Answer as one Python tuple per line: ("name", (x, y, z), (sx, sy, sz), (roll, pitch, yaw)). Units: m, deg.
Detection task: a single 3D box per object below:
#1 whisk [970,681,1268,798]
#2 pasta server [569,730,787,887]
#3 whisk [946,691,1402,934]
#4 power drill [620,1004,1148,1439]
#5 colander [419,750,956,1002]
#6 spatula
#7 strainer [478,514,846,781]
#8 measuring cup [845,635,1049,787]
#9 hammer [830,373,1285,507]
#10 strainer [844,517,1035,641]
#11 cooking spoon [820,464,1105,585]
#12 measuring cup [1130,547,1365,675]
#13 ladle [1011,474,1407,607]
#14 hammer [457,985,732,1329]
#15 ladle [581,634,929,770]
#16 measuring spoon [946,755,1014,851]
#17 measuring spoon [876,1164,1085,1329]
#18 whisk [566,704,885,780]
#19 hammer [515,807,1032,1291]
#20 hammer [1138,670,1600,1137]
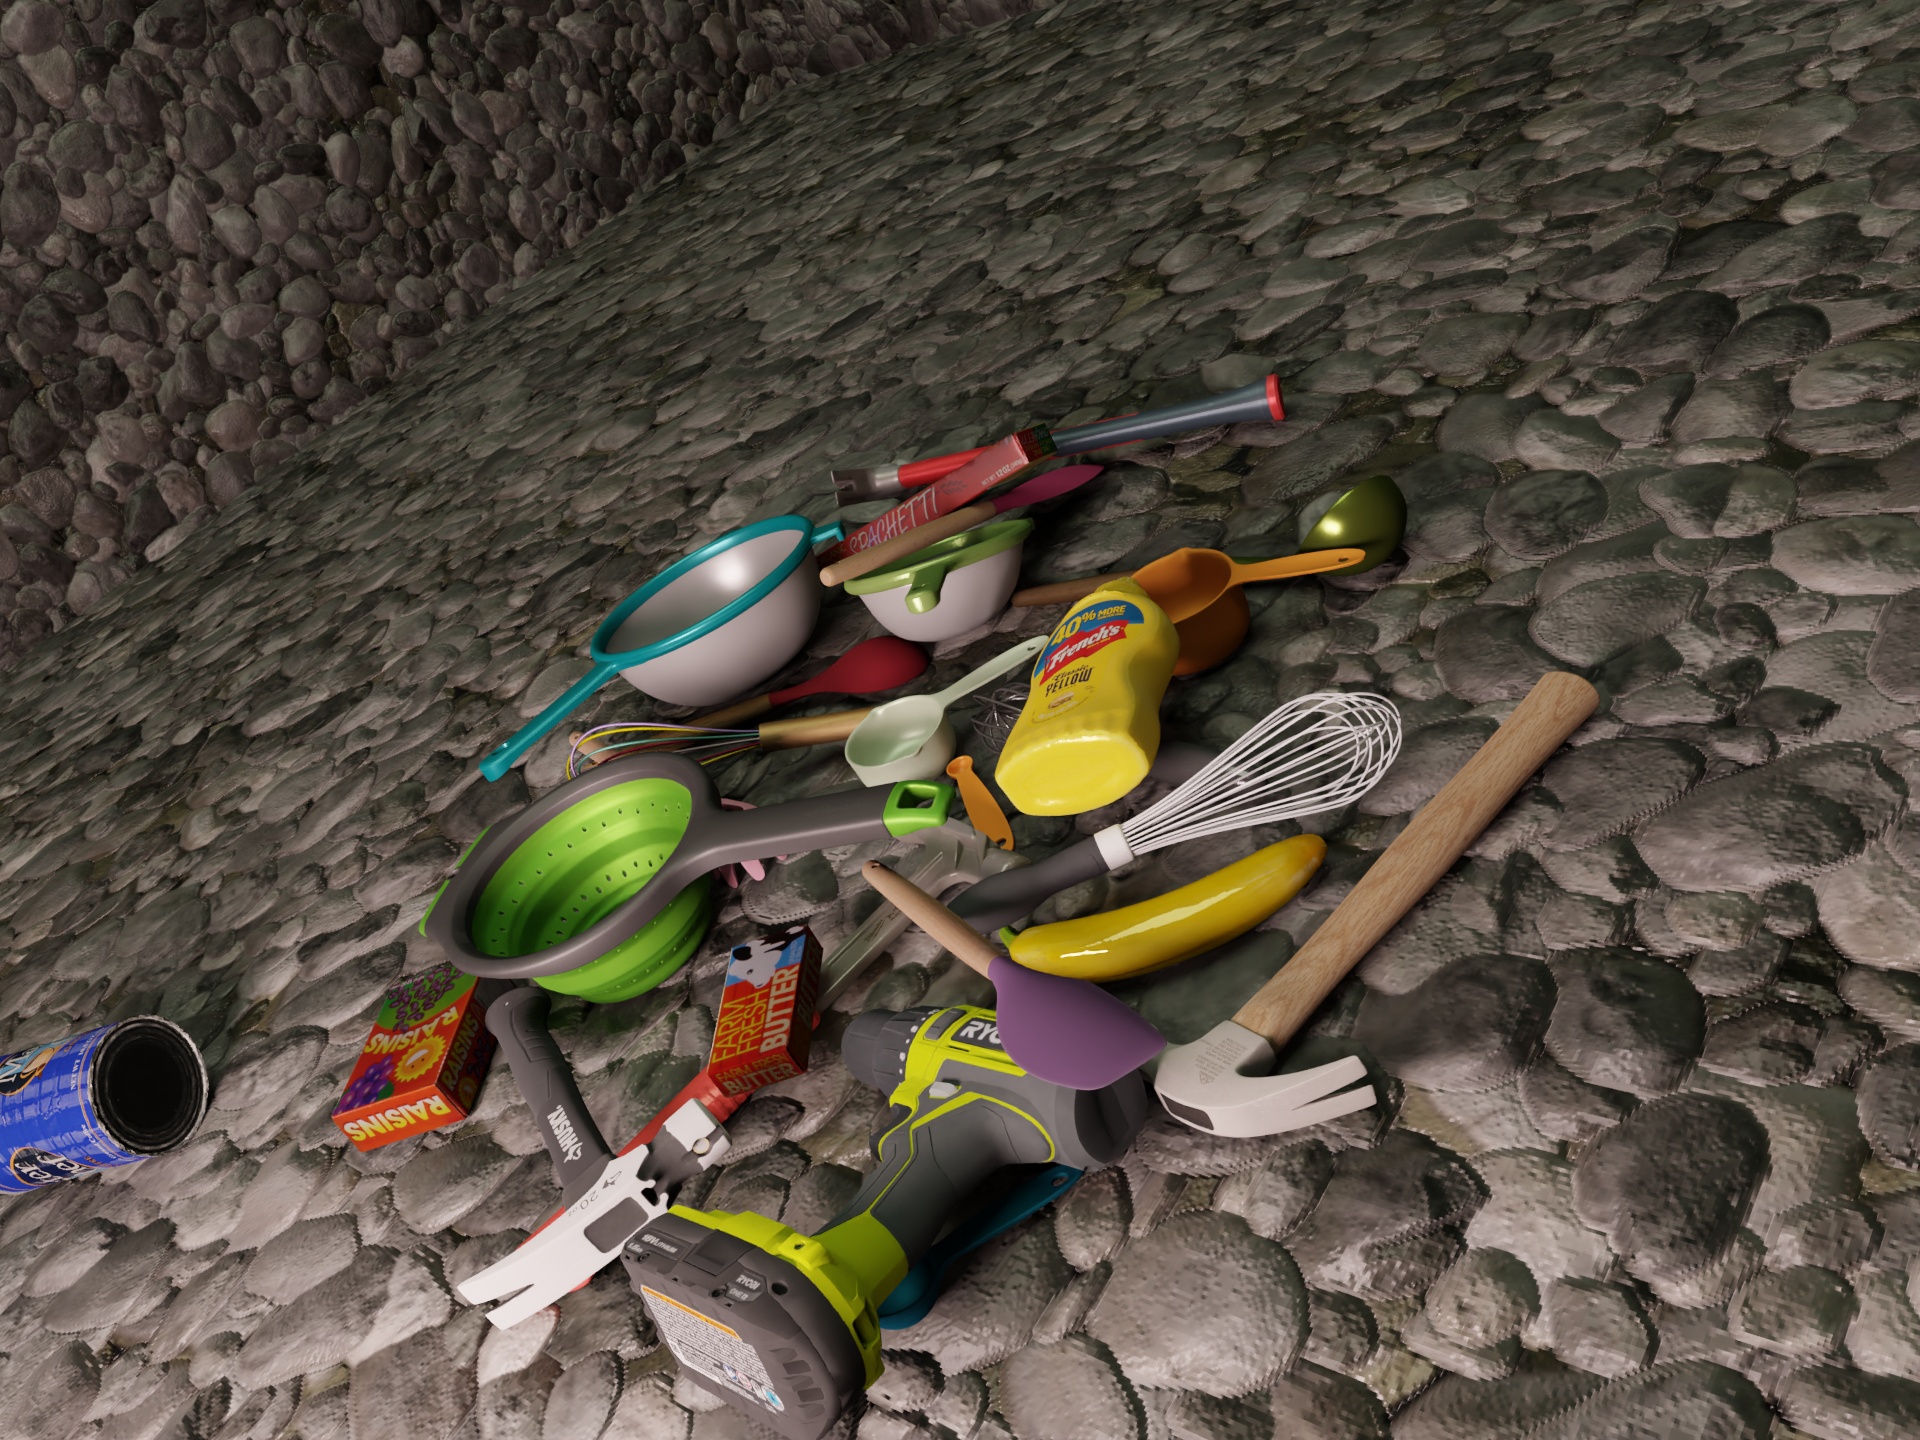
("whisk", (0.095, 0.014, 1.009), (0.239, 0.055, 0.055), (15, 52, 45))
("pasta server", (-0.228, 0.054, 1.215), (0.060, 0.040, 0.316), (-42, 33, -20))
("whisk", (0.116, 0.057, 0.898), (0.284, 0.070, 0.070), (-26, 31, 7))
("power drill", (-0.045, 0.218, 0.768), (0.191, 0.080, 0.228), (1, 29, 47))
("colander", (-0.165, 0.107, 1.032), (0.397, 0.094, 0.205), (-11, 35, 27))
("spatula", (0.008, 0.124, 0.840), (0.060, 0.018, 0.316), (-27, 21, -17))
("strainer", (-0.234, -0.037, 1.293), (0.340, 0.095, 0.211), (-44, 28, -27))
("measuring cup", (-0.002, -0.004, 1.122), (0.167, 0.038, 0.083), (-32, 31, -9))
("hammer", (0.080, -0.234, 1.347), (0.386, 0.038, 0.143), (-8, 8, 25))
("strainer", (-0.012, -0.088, 1.175), (0.151, 0.069, 0.256), (-17, 13, 7))
("cooking spoon", (0.007, -0.162, 1.268), (0.069, 0.017, 0.319), (0, 22, 45))
("measuring cup", (0.189, -0.076, 1.060), (0.173, 0.052, 0.095), (-9, 36, 26))
("ladle", (0.165, -0.118, 1.137), (0.320, 0.062, 0.078), (-6, 1, 39))
("hammer", (-0.240, 0.226, 0.928), (0.146, 0.035, 0.335), (-41, 23, -13))
("ladle", (-0.171, -0.007, 1.274), (0.315, 0.031, 0.069), (-20, 31, 18))
("measuring spoon", (0.014, 0.058, 1.047), (0.021, 0.011, 0.117), (-29, 35, 0))
("measuring spoon", (0.010, 0.253, 0.764), (0.128, 0.021, 0.042), (-28, 21, -16))
("whisk", (-0.168, 0.021, 1.170), (0.245, 0.051, 0.047), (-9, 42, -1))
("hammer", (-0.117, 0.185, 0.940), (0.359, 0.036, 0.149), (-43, 34, -23))
("hammer", (0.223, 0.085, 0.814), (0.331, 0.031, 0.130), (-41, 33, -20))
